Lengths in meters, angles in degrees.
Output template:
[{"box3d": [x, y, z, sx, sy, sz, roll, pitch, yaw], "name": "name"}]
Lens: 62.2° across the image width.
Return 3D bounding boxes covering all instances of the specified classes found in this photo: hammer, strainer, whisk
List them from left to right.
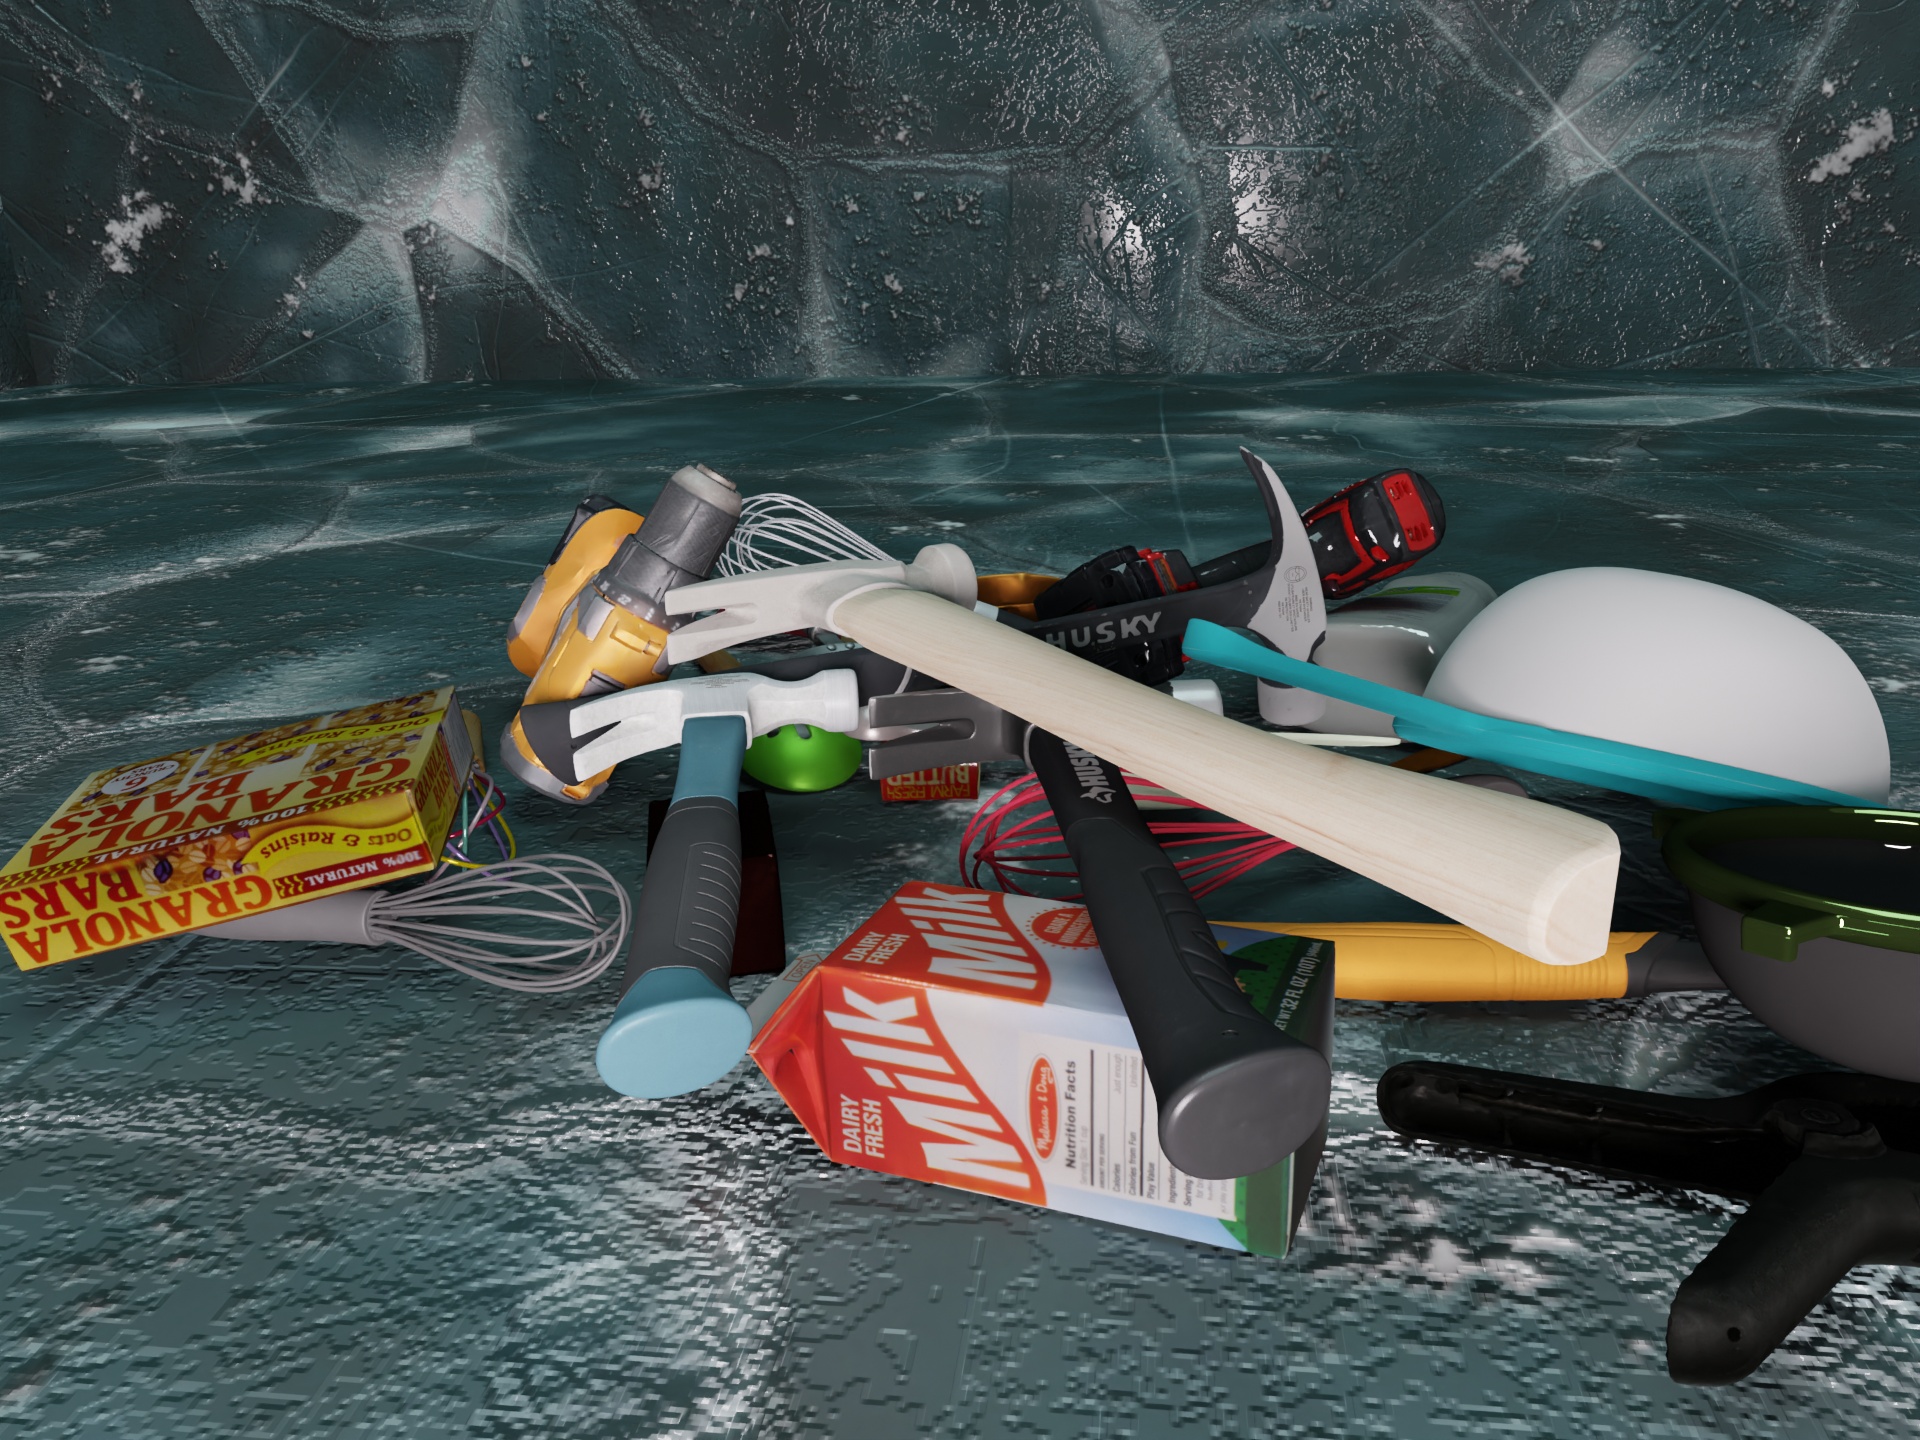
[{"box3d": [-0.242, 0.078, 0.658, 0.239, 0.055, 0.055, 1, 18, 18], "name": "whisk"}, {"box3d": [-0.256, 0.030, 0.810, 0.047, 0.051, 0.245, -12, 18, -14], "name": "whisk"}, {"box3d": [-0.098, 0.042, 0.607, 0.128, 0.033, 0.331, -3, 19, -5], "name": "hammer"}, {"box3d": [-0.083, -0.051, 1.007, 0.087, 0.050, 0.259, -5, 23, -20], "name": "strainer"}, {"box3d": [-0.018, -0.072, 0.974, 0.284, 0.070, 0.070, 19, 17, -8], "name": "whisk"}, {"box3d": [-0.012, -0.033, 0.795, 0.409, 0.149, 0.036, -11, 25, -8], "name": "hammer"}, {"box3d": [0.038, -0.003, 0.555, 0.146, 0.038, 0.411, -12, 21, -30], "name": "hammer"}, {"box3d": [0.046, 0.045, 0.519, 0.146, 0.035, 0.335, -2, 17, -4], "name": "hammer"}, {"box3d": [0.135, 0.048, 0.703, 0.295, 0.073, 0.073, -4, 18, -24], "name": "whisk"}, {"box3d": [0.249, -0.029, 0.675, 0.340, 0.095, 0.211, 14, 1, -23], "name": "strainer"}, {"box3d": [0.236, 0.089, 0.607, 0.337, 0.034, 0.127, 0, 19, 4], "name": "hammer"}, {"box3d": [0.353, 0.078, 0.494, 0.256, 0.069, 0.151, 4, 11, 12], "name": "strainer"}]

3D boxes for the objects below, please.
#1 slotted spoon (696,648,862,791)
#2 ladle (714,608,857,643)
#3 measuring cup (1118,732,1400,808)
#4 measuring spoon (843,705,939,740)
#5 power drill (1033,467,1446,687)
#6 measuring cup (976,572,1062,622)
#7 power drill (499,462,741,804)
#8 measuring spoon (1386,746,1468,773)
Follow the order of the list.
[{"box3d": [-0.132, -0.019, 0.972, 0.070, 0.031, 0.314, -9, 18, -20], "name": "slotted spoon"}, {"box3d": [-0.057, -0.046, 1.051, 0.316, 0.031, 0.069, 17, 29, 40], "name": "ladle"}, {"box3d": [0.125, 0.024, 0.752, 0.168, 0.038, 0.083, -1, -4, 33], "name": "measuring cup"}, {"box3d": [-0.001, -0.003, 0.843, 0.124, 0.018, 0.034, -1, 18, -5], "name": "measuring spoon"}, {"box3d": [0.163, -0.080, 0.942, 0.219, 0.078, 0.143, -21, -2, -19], "name": "power drill"}, {"box3d": [0.075, -0.060, 1.041, 0.173, 0.052, 0.095, 4, 19, 11], "name": "measuring cup"}, {"box3d": [-0.188, -0.068, 0.889, 0.084, 0.185, 0.226, 29, 7, -19], "name": "power drill"}, {"box3d": [0.249, 0.018, 0.853, 0.117, 0.011, 0.021, -15, 23, -35], "name": "measuring spoon"}]
